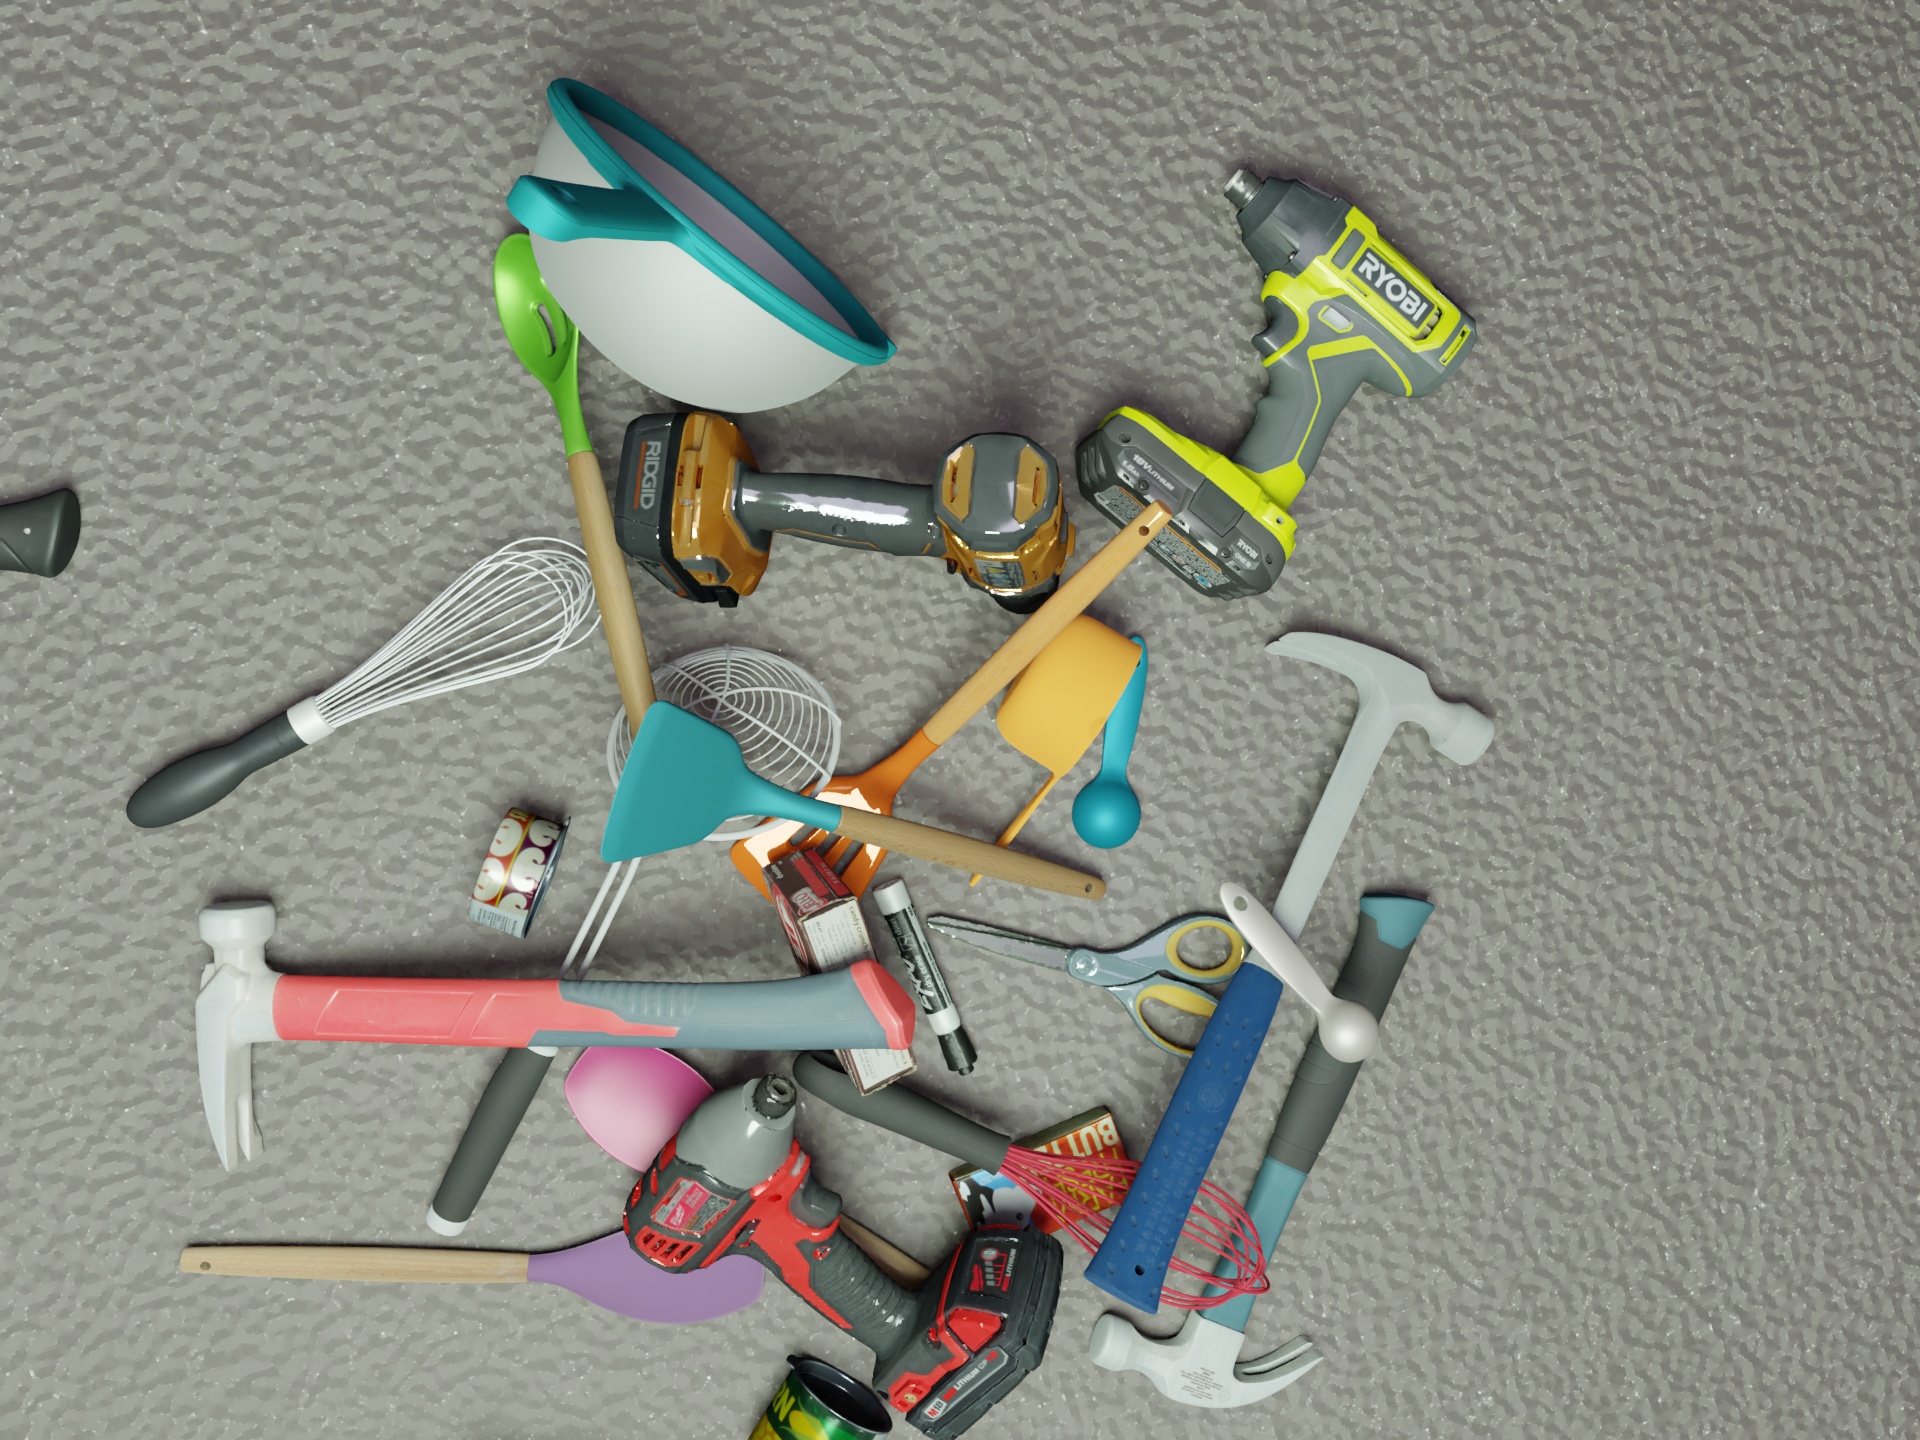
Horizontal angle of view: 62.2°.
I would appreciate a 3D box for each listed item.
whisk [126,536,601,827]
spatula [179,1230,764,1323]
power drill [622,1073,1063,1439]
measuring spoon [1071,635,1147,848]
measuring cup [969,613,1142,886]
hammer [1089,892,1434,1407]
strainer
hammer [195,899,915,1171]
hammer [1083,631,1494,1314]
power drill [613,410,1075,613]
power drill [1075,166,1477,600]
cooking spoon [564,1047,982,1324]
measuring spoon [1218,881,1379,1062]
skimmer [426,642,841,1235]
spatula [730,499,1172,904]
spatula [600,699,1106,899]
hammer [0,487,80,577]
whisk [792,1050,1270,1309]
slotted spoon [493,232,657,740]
[{"bbox_3d":[-0.323,-0.017,0.861,0.284,0.070,0.070,-29,95,-3],"label":"whisk"},{"bbox_3d":[-0.268,0.308,0.891,0.316,0.018,0.059,5,100,-9],"label":"spatula"},{"bbox_3d":[-0.061,0.279,0.854,0.219,0.079,0.143,33,121,-5],"label":"power drill"},{"bbox_3d":[0.095,0.013,0.940,0.042,0.021,0.128,9,91,-9],"label":"measuring spoon"},{"bbox_3d":[0.036,0.016,0.912,0.052,0.095,0.173,34,104,-3],"label":"measuring cup"},{"bbox_3d":[0.201,0.254,0.956,0.128,0.033,0.331,25,87,-8],"label":"hammer"},{"bbox_3d":[-0.155,-0.209,0.764,0.211,0.340,0.095,41,107,-3],"label":"strainer"},{"bbox_3d":[-0.215,0.168,0.829,0.386,0.038,0.143,-1,93,10],"label":"hammer"},{"bbox_3d":[0.170,0.130,0.898,0.144,0.035,0.406,31,70,-6],"label":"hammer"},{"bbox_3d":[-0.051,-0.102,0.860,0.226,0.185,0.084,4,80,8],"label":"power drill"},{"bbox_3d":[0.175,-0.198,0.926,0.171,0.080,0.223,38,81,-8],"label":"power drill"},{"bbox_3d":[-0.087,0.283,0.919,0.319,0.017,0.069,35,94,-7],"label":"cooking spoon"},{"bbox_3d":[0.186,0.136,0.872,0.034,0.018,0.124,-41,89,-21],"label":"measuring spoon"},{"bbox_3d":[-0.191,0.124,0.889,0.127,0.090,0.363,31,98,20],"label":"skimmer"},{"bbox_3d":[-0.001,-0.003,0.867,0.081,0.041,0.322,42,117,-7],"label":"spatula"},{"bbox_3d":[-0.041,0.063,0.848,0.317,0.044,0.082,17,94,-32],"label":"spatula"},{"bbox_3d":[-0.632,-0.077,0.820,0.334,0.035,0.146,-12,93,-9],"label":"hammer"},{"bbox_3d":[0.041,0.253,0.894,0.296,0.073,0.073,25,87,0],"label":"whisk"},{"bbox_3d":[-0.197,-0.116,0.846,0.031,0.070,0.314,-4,73,-43],"label":"slotted spoon"}]
